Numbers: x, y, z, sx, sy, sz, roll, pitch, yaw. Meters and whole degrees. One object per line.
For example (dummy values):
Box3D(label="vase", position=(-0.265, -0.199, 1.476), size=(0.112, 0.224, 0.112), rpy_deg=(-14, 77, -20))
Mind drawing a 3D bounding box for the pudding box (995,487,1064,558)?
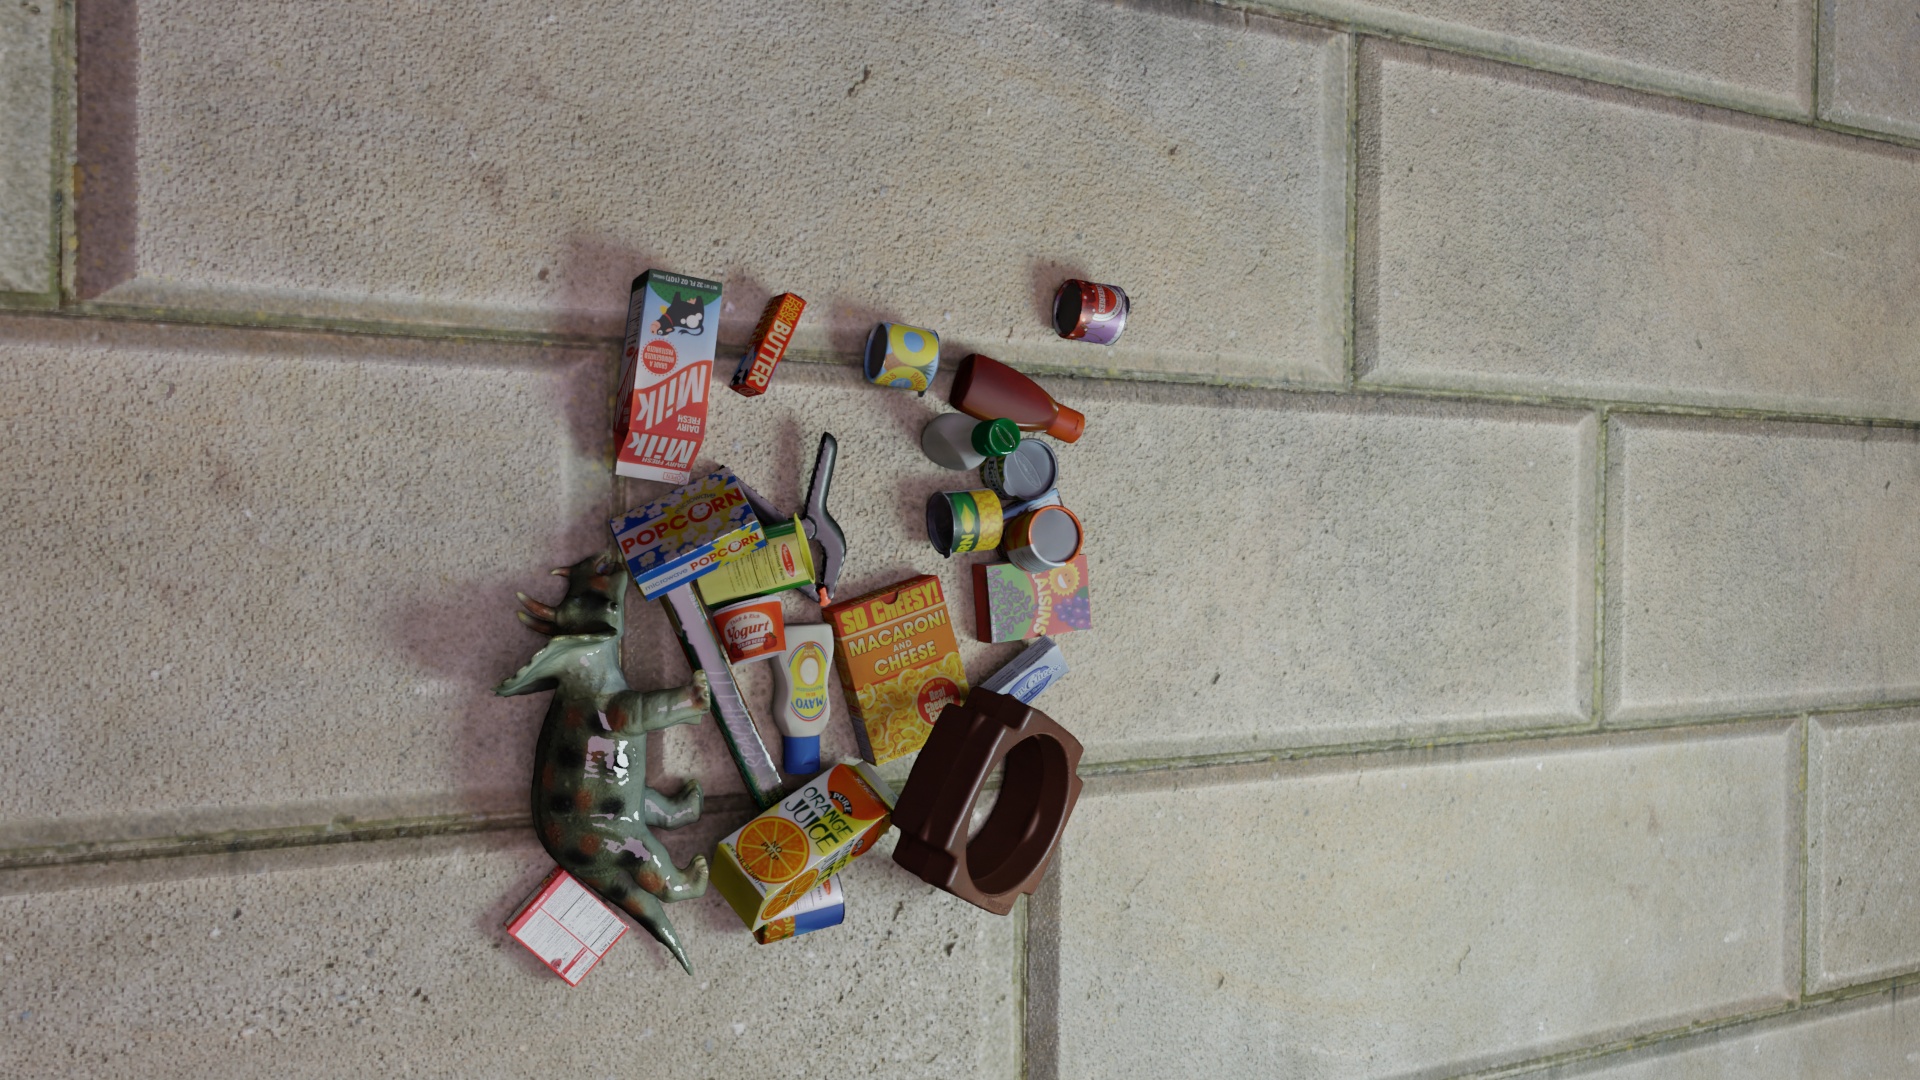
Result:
Box3D(label="pudding box", position=(0.073, -0.020, 1.500), size=(0.084, 0.030, 0.049), rpy_deg=(-26, 103, -23))

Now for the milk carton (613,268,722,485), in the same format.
Box3D(label="milk carton", position=(-0.278, -0.151, 1.306), size=(0.072, 0.073, 0.190), rpy_deg=(9, 87, -26))

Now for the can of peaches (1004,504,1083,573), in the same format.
Box3D(label="can of peaches", position=(0.088, -0.004, 1.452), size=(0.071, 0.058, 0.071), rpy_deg=(4, 80, -23))

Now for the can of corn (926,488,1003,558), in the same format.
Box3D(label="can of corn", position=(0.005, -0.018, 1.446), size=(0.058, 0.071, 0.071), rpy_deg=(-6, 93, -26))

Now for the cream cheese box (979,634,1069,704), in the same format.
Box3D(label="cream cheese box", position=(0.064, 0.150, 1.481), size=(0.104, 0.024, 0.053), rpy_deg=(-38, 137, -11))

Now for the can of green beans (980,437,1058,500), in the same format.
Box3D(label="can of green beans", position=(0.062, -0.075, 1.478), size=(0.071, 0.058, 0.071), rpy_deg=(-1, 91, -26))

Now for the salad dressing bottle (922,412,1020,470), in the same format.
Box3D(label="salad dressing bottle", position=(0.011, -0.101, 1.404), size=(0.044, 0.147, 0.064), rpy_deg=(-44, 109, -18))

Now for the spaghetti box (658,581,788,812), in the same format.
Box3D(label="spaghetti box", position=(-0.231, 0.149, 1.345), size=(0.029, 0.050, 0.249), rpy_deg=(-26, 102, -20))

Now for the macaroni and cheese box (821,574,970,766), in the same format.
Box3D(label="macaroni and cheese box", position=(-0.061, 0.132, 1.431), size=(0.124, 0.040, 0.166), rpy_deg=(-19, 99, -26))

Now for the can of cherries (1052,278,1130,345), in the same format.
Box3D(label="can of cherries", position=(0.141, -0.249, 1.507), size=(0.058, 0.071, 0.071), rpy_deg=(5, 89, -25))

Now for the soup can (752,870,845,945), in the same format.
Box3D(label="soup can", position=(-0.165, 0.358, 1.373), size=(0.084, 0.071, 0.071), rpy_deg=(-9, 95, -24))

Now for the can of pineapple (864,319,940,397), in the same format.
Box3D(label="can of pineapple", position=(-0.060, -0.186, 1.413), size=(0.058, 0.071, 0.071), rpy_deg=(8, 87, -25))

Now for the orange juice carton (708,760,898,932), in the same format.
Box3D(label="orange juice carton", position=(-0.142, 0.285, 1.344), size=(0.193, 0.072, 0.072), rpy_deg=(-30, 65, -36))

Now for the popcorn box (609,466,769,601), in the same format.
Box3D(label="popcorn box", position=(-0.254, -0.007, 1.298), size=(0.127, 0.085, 0.038), rpy_deg=(-26, 139, -10))

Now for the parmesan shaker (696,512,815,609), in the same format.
Box3D(label="parmesan shaker", position=(-0.199, 0.020, 1.332), size=(0.103, 0.071, 0.071), rpy_deg=(-14, 98, 0))

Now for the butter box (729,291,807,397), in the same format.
Box3D(label="butter box", position=(-0.189, -0.192, 1.359), size=(0.024, 0.053, 0.103), rpy_deg=(28, 79, -25))

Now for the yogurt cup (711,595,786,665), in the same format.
Box3D(label="yogurt cup", position=(-0.200, 0.088, 1.334), size=(0.072, 0.072, 0.054), rpy_deg=(-12, 82, -25))

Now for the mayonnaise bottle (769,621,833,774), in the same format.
Box3D(label="mayonnaise bottle", position=(-0.158, 0.157, 1.384), size=(0.065, 0.041, 0.148), rpy_deg=(-1, 91, -34))

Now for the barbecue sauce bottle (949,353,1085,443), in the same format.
Box3D(label="barbecue sauce bottle", position=(0.064, -0.146, 1.487), size=(0.148, 0.043, 0.065), rpy_deg=(21, 82, -25))

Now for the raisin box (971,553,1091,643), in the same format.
Box3D(label="raisin box", position=(0.077, 0.062, 1.498), size=(0.124, 0.040, 0.086), rpy_deg=(-6, 93, -24))
